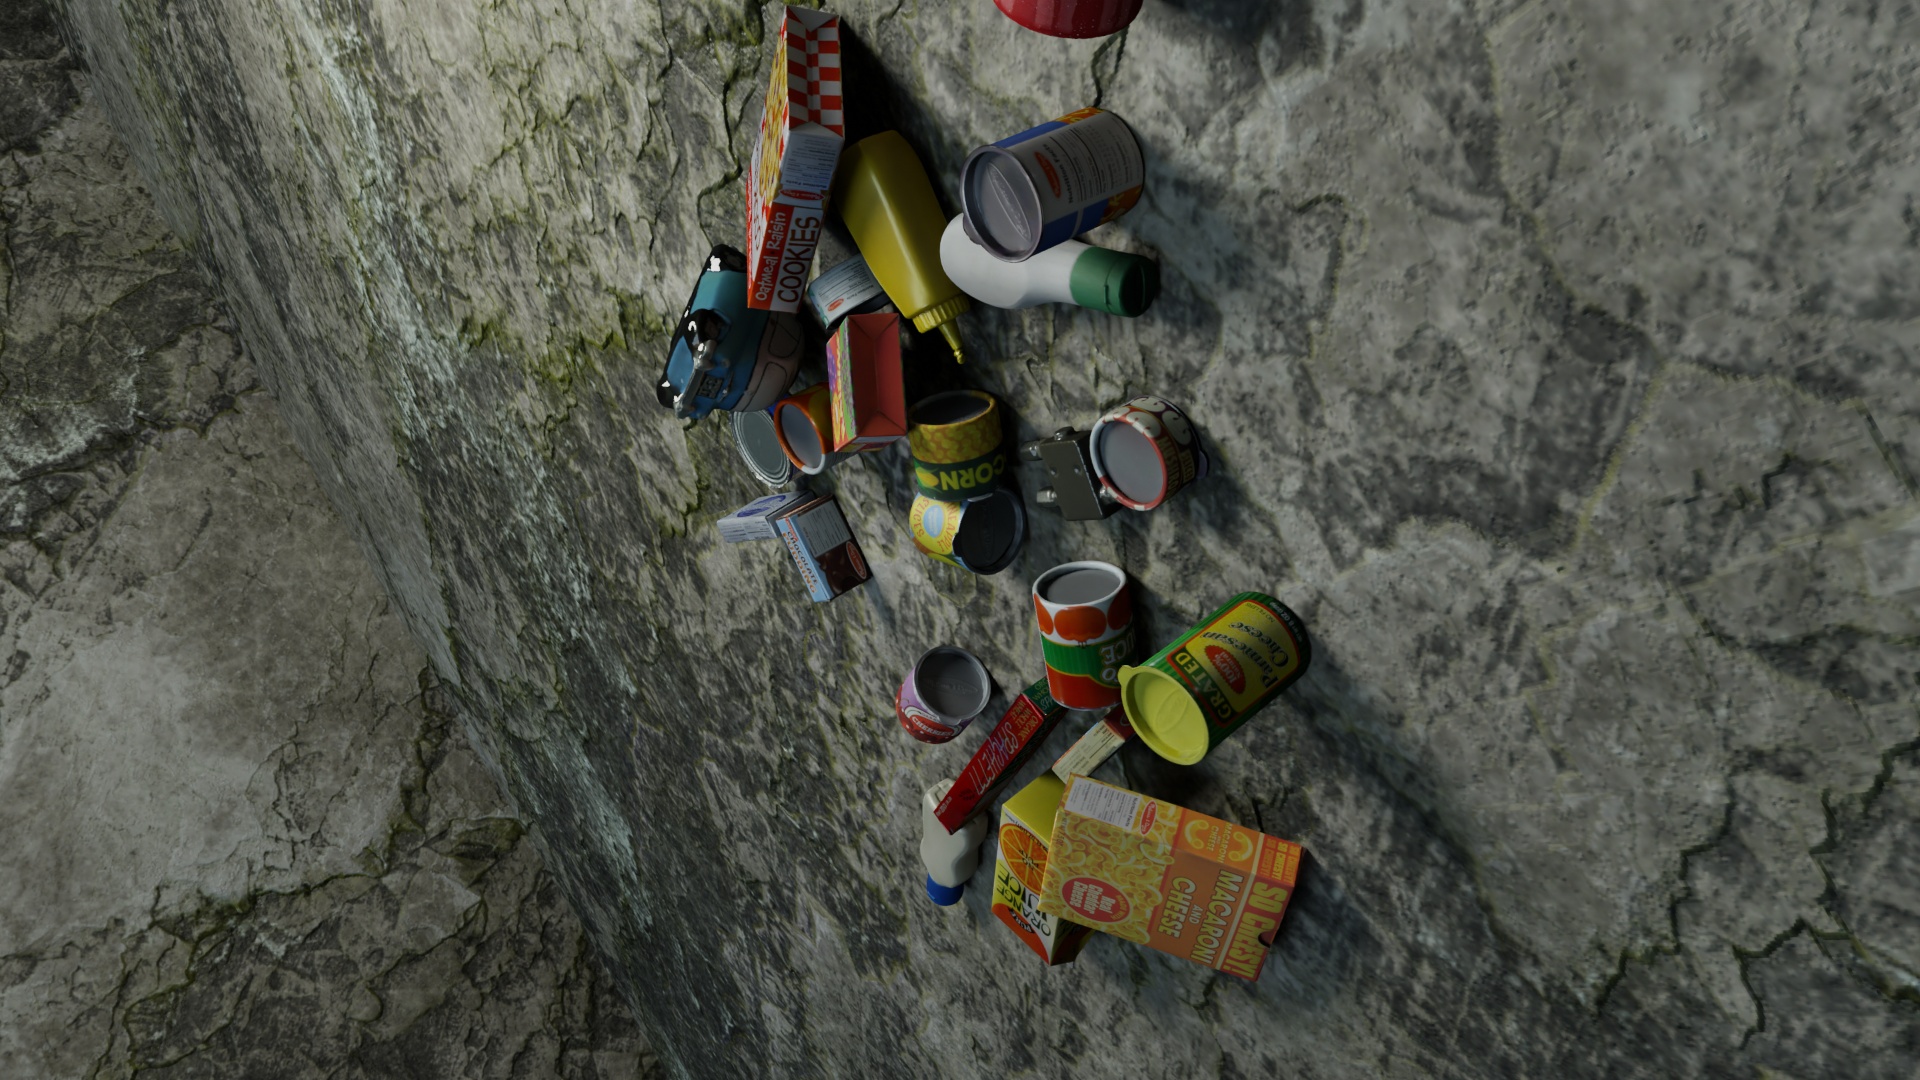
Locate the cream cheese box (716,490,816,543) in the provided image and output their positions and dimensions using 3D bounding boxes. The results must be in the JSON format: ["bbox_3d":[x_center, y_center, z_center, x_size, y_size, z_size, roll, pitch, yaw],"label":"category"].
[{"bbox_3d":[-0.176,-0.021,1.265,0.103,0.053,0.024,-4,114,55],"label":"cream cheese box"}]

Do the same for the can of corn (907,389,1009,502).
[{"bbox_3d":[-0.001,-0.067,0.977,0.071,0.071,0.058,21,131,45],"label":"can of corn"}]

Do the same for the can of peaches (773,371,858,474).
[{"bbox_3d":[-0.109,-0.095,1.110,0.071,0.058,0.070,34,140,34],"label":"can of peaches"}]

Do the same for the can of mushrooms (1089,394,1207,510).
[{"bbox_3d":[0.116,-0.053,0.861,0.071,0.033,0.070,33,138,36],"label":"can of mushrooms"}]

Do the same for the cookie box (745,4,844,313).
[{"bbox_3d":[-0.115,-0.256,0.952,0.166,0.040,0.123,117,152,-53],"label":"cookie box"}]

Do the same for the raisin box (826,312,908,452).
[{"bbox_3d":[-0.068,-0.111,1.000,0.123,0.040,0.086,172,93,-77],"label":"raisin box"}]

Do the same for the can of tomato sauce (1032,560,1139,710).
[{"bbox_3d":[0.090,0.065,0.961,0.071,0.071,0.082,19,129,46],"label":"can of tomato sauce"}]

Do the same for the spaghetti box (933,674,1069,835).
[{"bbox_3d":[0.036,0.175,1.135,0.029,0.050,0.248,49,146,14],"label":"spaghetti box"}]

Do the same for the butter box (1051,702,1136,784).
[{"bbox_3d":[0.108,0.142,1.009,0.024,0.053,0.103,49,147,12],"label":"butter box"}]

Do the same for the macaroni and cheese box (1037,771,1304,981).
[{"bbox_3d":[0.144,0.240,0.982,0.166,0.040,0.123,16,133,12],"label":"macaroni and cheese box"}]

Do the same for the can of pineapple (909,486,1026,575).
[{"bbox_3d":[0.004,-0.013,1.012,0.058,0.071,0.070,17,128,47],"label":"can of pineapple"}]

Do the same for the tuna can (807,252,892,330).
[{"bbox_3d":[-0.073,-0.180,0.990,0.071,0.071,0.033,-25,93,57],"label":"tuna can"}]

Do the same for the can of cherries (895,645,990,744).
[{"bbox_3d":[-0.016,0.131,1.152,0.071,0.072,0.058,52,147,12],"label":"can of cherries"}]

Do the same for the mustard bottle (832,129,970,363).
[{"bbox_3d":[-0.032,-0.192,0.937,0.065,0.049,0.160,-14,105,57],"label":"mustard bottle"}]

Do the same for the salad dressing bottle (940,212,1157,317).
[{"bbox_3d":[0.052,-0.167,0.848,0.148,0.044,0.064,24,132,41],"label":"salad dressing bottle"}]

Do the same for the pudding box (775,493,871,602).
[{"bbox_3d":[-0.120,0.008,1.215,0.030,0.050,0.083,-14,104,58],"label":"pudding box"}]

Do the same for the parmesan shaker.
[{"bbox_3d":[0.155,0.080,0.848,0.071,0.103,0.071,33,139,34],"label":"parmesan shaker"}]

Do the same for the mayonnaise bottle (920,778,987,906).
[{"bbox_3d":[-0.009,0.288,1.297,0.065,0.041,0.147,41,144,30],"label":"mayonnaise bottle"}]

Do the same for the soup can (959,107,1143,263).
[{"bbox_3d":[0.050,-0.201,0.785,0.071,0.084,0.071,33,139,35],"label":"soup can"}]

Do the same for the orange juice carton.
[{"bbox_3d":[0.077,0.276,1.139,0.072,0.073,0.191,36,141,31],"label":"orange juice carton"}]
